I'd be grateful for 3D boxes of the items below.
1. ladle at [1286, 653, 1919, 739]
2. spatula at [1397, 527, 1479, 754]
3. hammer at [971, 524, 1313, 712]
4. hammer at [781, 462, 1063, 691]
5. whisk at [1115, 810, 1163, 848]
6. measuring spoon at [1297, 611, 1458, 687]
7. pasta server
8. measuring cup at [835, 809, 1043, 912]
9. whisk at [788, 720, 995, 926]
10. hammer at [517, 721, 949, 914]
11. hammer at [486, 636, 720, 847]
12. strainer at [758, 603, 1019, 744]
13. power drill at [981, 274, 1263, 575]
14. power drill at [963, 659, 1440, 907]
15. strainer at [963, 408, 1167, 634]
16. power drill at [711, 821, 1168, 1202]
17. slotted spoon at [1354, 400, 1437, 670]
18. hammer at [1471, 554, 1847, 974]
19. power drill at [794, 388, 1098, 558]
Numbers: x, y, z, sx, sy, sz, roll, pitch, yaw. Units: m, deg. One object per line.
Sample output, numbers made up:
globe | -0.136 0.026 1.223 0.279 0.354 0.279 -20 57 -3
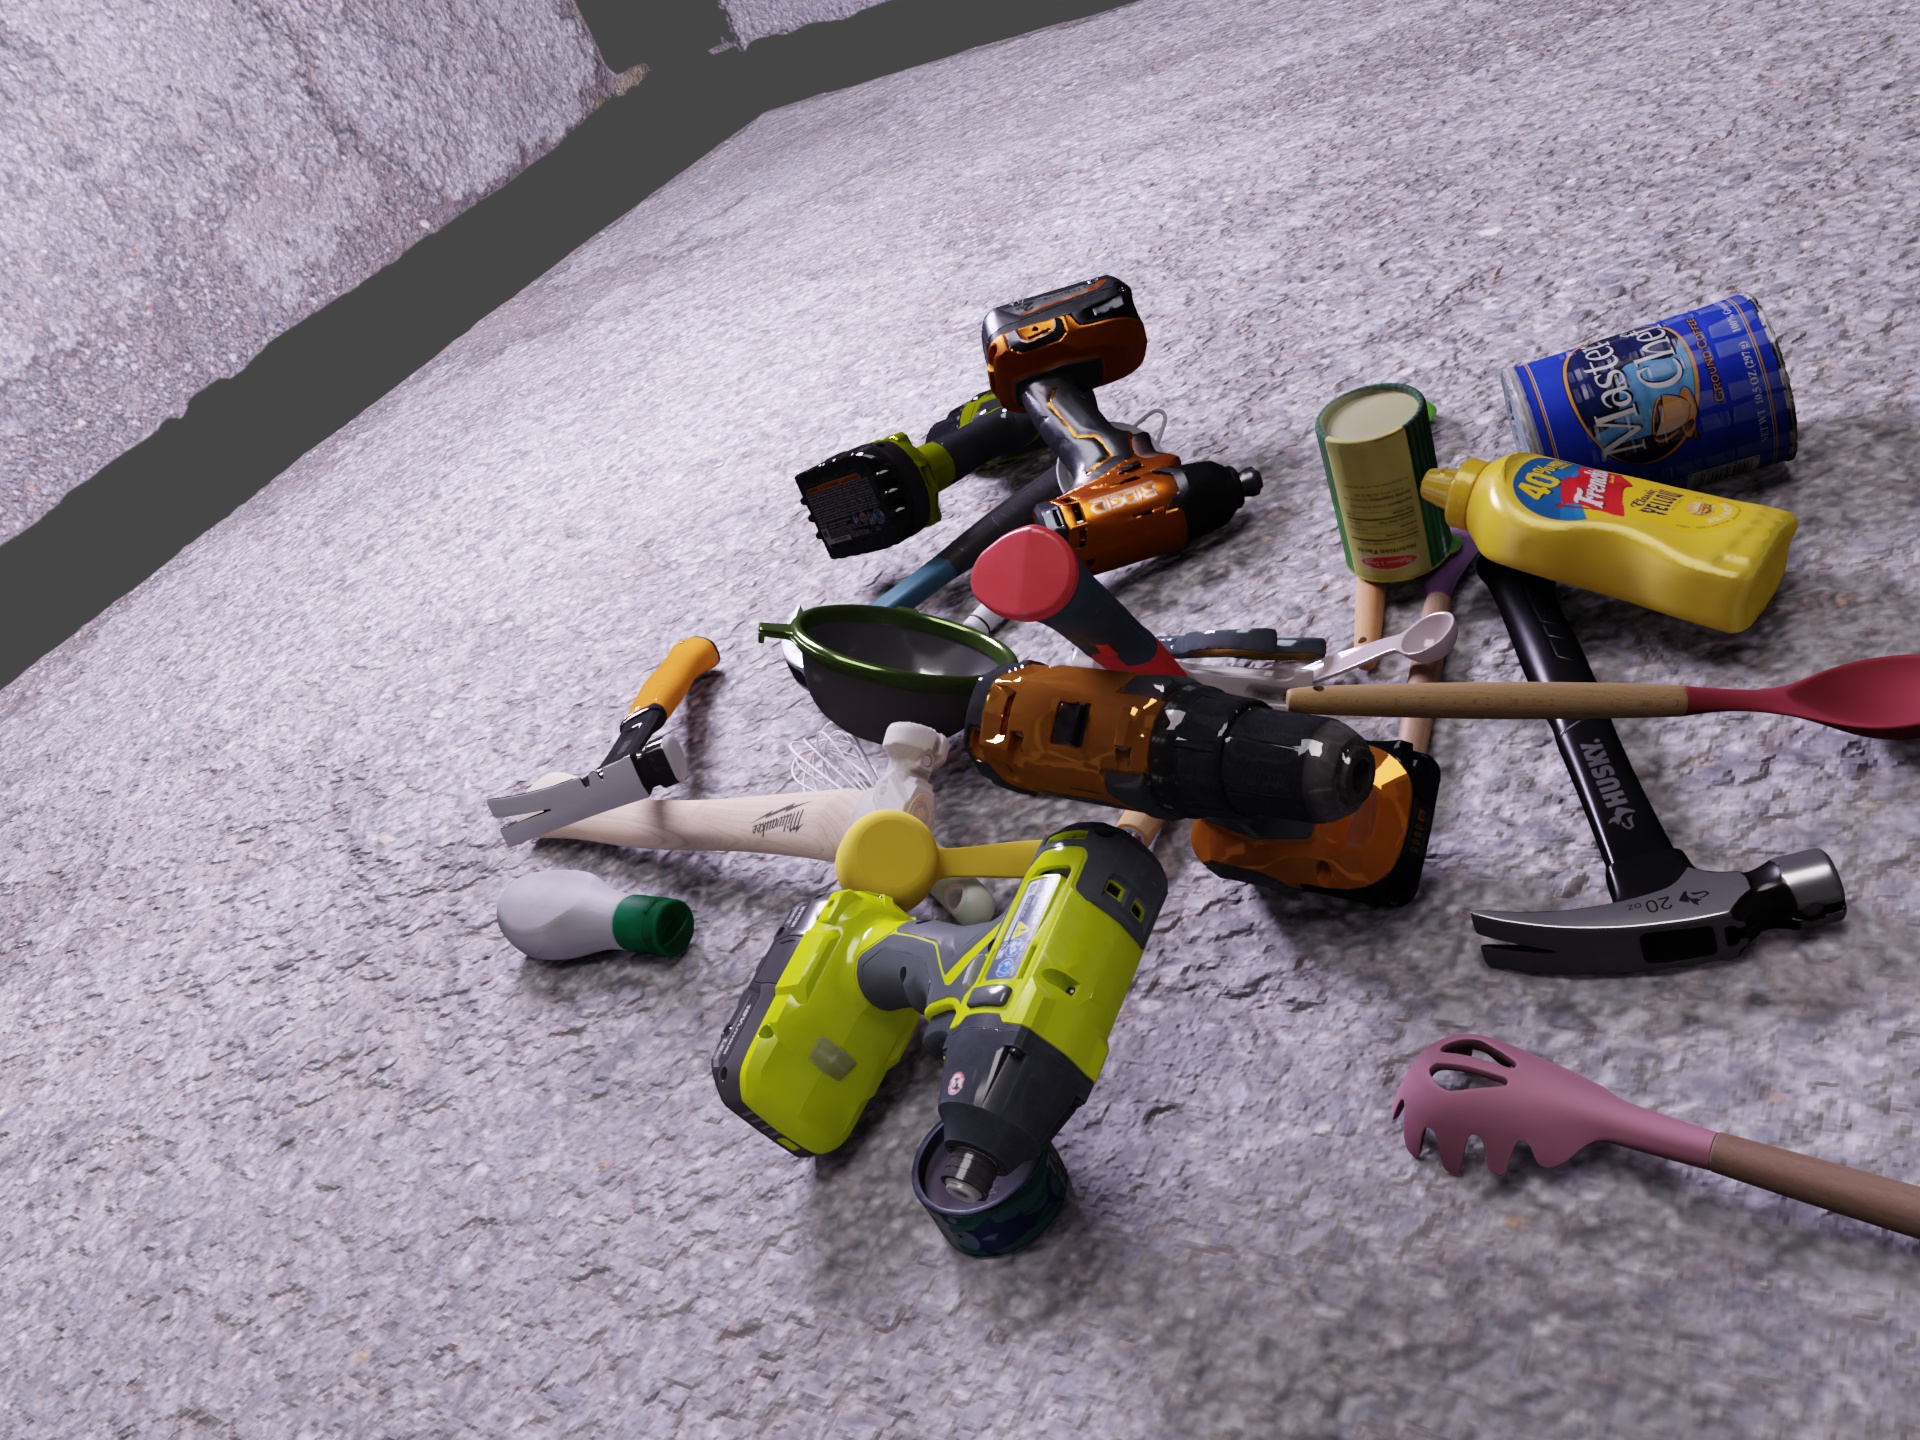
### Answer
ladle | 0.313 -0.010 0.748 0.315 0.031 0.069 0 25 5
spatula | 0.277 -0.055 0.939 0.060 0.018 0.316 -18 30 34
hammer | 0.092 -0.037 0.776 0.143 0.038 0.386 6 -4 15
hammer | -0.002 -0.123 1.214 0.331 0.033 0.128 -39 34 -27
whisk | 0.082 0.077 0.870 0.047 0.051 0.245 -7 33 39
measuring spoon | 0.236 -0.032 0.920 0.124 0.018 0.034 -22 28 48
pasta server | 0.305 0.170 0.580 0.316 0.040 0.060 10 47 40
measuring cup | 0.009 0.075 0.880 0.156 0.029 0.062 -2 70 -7
whisk | -0.044 0.063 0.987 0.247 0.059 0.058 39 107 53
hammer | -0.175 0.077 1.045 0.411 0.038 0.146 -2 67 44
hammer | -0.230 -0.001 1.142 0.127 0.034 0.337 -20 16 7
strainer | -0.002 -0.003 1.008 0.257 0.069 0.151 26 23 34
power drill | 0.114 -0.216 1.171 0.164 0.084 0.227 -17 62 -1
power drill | 0.138 0.029 0.722 0.185 0.226 0.084 8 82 44
strainer | 0.075 -0.140 1.197 0.087 0.050 0.258 37 67 12
power drill | -0.017 0.141 0.745 0.223 0.080 0.171 -17 37 50
slotted spoon | 0.277 -0.135 1.051 0.070 0.031 0.314 -18 33 30
hammer | 0.311 0.002 0.814 0.146 0.035 0.335 -17 32 15
power drill | -0.020 -0.215 1.311 0.228 0.080 0.190 -33 16 -34
